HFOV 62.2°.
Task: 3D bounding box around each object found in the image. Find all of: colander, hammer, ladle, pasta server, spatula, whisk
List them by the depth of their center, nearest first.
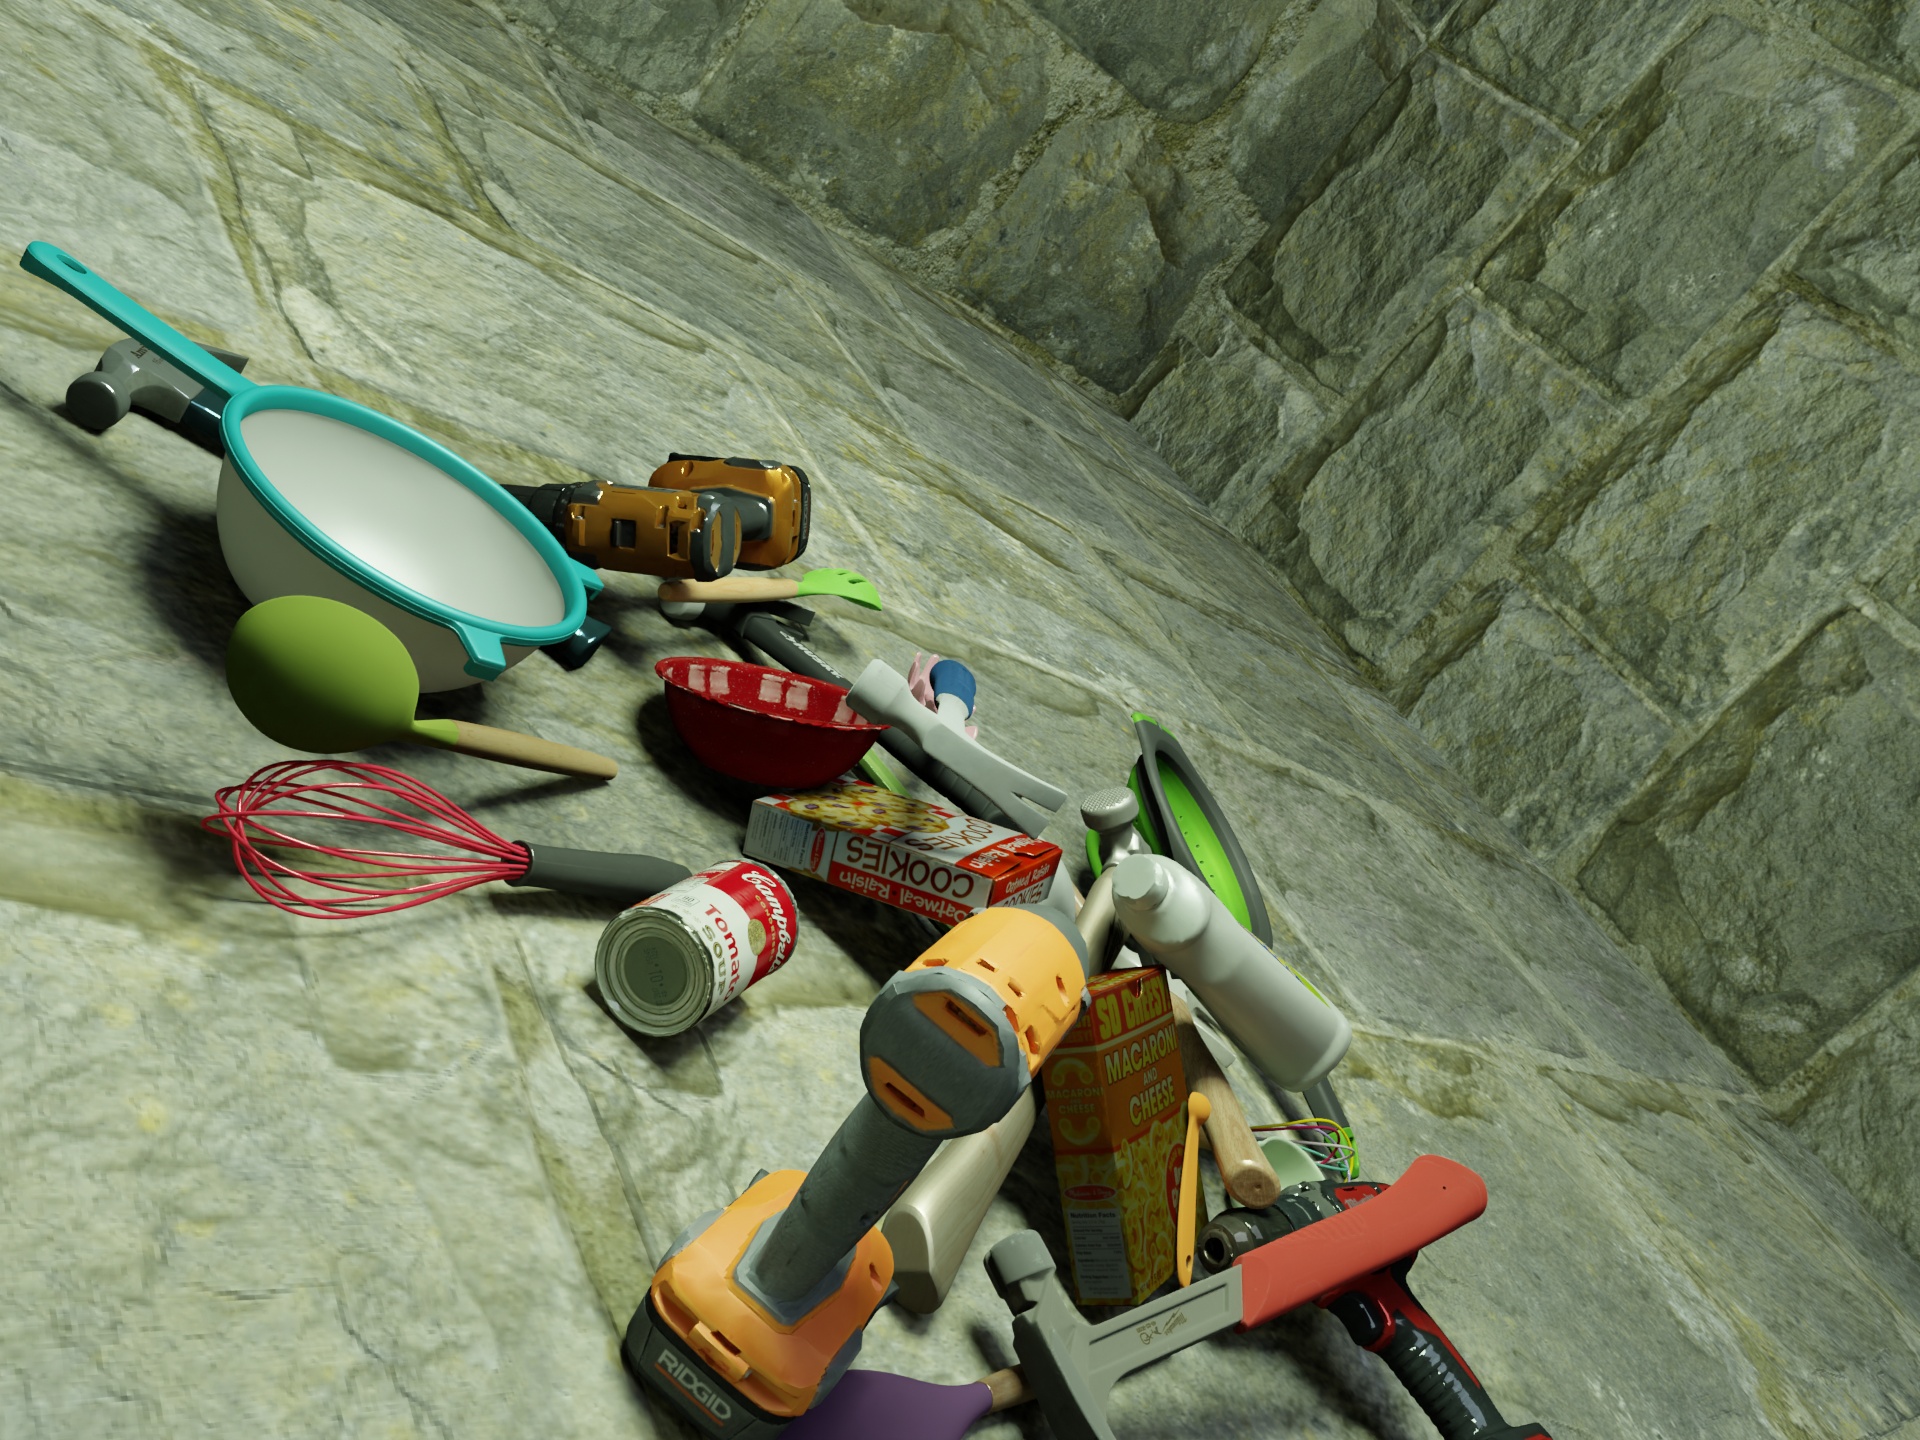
[{"bbox_3d":[0.023,0.316,0.758,0.315,0.018,0.060,13,27,-52],"label":"spatula"},{"bbox_3d":[-0.229,0.068,0.772,0.073,0.073,0.295,52,17,28],"label":"whisk"},{"bbox_3d":[-0.246,-0.002,0.800,0.320,0.078,0.062,30,50,-76],"label":"ladle"},{"bbox_3d":[0.178,0.305,0.850,0.359,0.036,0.149,-3,50,-41],"label":"hammer"},{"bbox_3d":[0.053,0.194,0.929,0.411,0.038,0.146,-49,124,-57],"label":"hammer"},{"bbox_3d":[-0.364,-0.128,0.981,0.330,0.033,0.128,33,22,-22],"label":"hammer"},{"bbox_3d":[0.161,0.234,1.071,0.130,0.031,0.331,34,8,-10],"label":"hammer"},{"bbox_3d":[0.194,0.288,1.105,0.244,0.047,0.051,22,8,-34],"label":"whisk"},{"bbox_3d":[-0.002,-0.004,1.122,0.144,0.035,0.405,37,6,-4],"label":"hammer"},{"bbox_3d":[-0.070,-0.008,1.169,0.335,0.035,0.146,37,15,29],"label":"hammer"},{"bbox_3d":[0.196,0.189,1.274,0.204,0.094,0.397,26,38,-62],"label":"colander"},{"bbox_3d":[0.040,0.065,1.310,0.060,0.040,0.317,6,39,-48],"label":"pasta server"}]

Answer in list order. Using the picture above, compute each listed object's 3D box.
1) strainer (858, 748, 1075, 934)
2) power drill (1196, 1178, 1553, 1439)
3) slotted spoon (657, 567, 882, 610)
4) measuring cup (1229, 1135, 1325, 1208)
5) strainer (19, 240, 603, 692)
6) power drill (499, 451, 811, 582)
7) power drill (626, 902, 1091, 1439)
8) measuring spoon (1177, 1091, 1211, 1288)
[{"bbox_3d":[0.003,0.077,1.163,0.256,0.069,0.151,49,21,18],"label":"strainer"},{"bbox_3d":[0.243,0.371,0.921,0.187,0.080,0.227,12,38,-44],"label":"power drill"},{"bbox_3d":[-0.142,-0.101,1.227,0.070,0.031,0.313,22,13,19],"label":"slotted spoon"},{"bbox_3d":[0.194,0.336,1.020,0.083,0.038,0.167,48,32,0],"label":"measuring cup"},{"bbox_3d":[-0.370,-0.119,0.860,0.340,0.095,0.211,36,17,-7],"label":"strainer"},{"bbox_3d":[-0.221,-0.147,1.146,0.185,0.084,0.226,7,14,13],"label":"power drill"},{"bbox_3d":[-0.028,0.171,0.651,0.084,0.226,0.164,38,18,10],"label":"power drill"},{"bbox_3d":[0.135,0.269,0.916,0.021,0.011,0.117,53,37,-42],"label":"measuring spoon"}]
